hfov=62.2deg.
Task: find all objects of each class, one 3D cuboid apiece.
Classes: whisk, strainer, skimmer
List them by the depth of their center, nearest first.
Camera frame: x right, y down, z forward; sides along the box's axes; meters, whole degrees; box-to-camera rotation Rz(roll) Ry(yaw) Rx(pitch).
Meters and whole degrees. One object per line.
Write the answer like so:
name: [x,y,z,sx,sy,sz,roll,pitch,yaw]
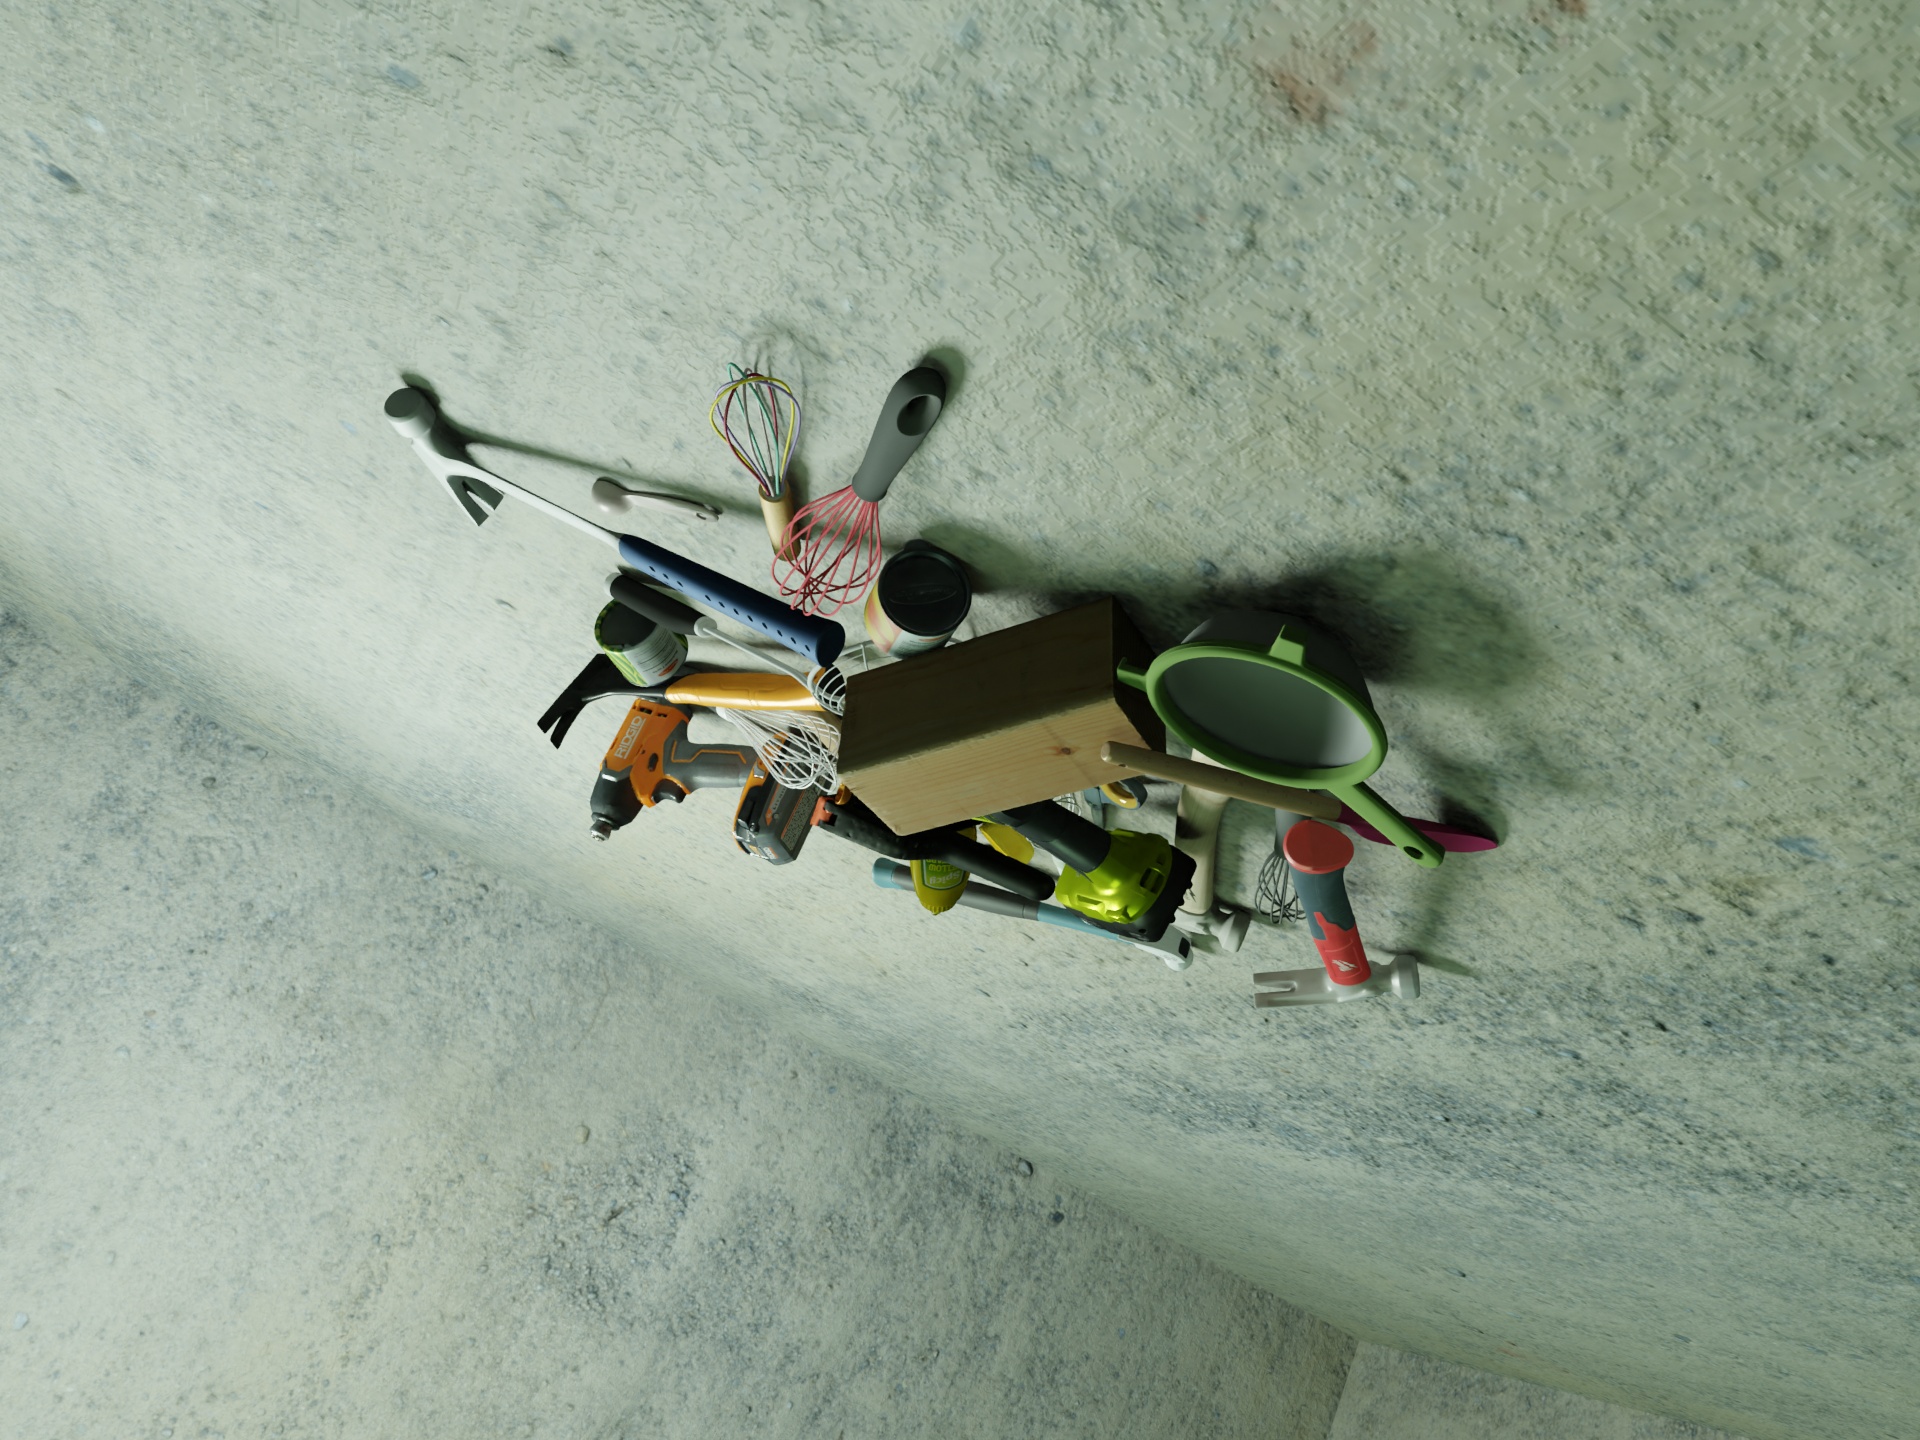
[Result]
strainer: [0.232,0.004,1.000,0.256,0.069,0.151,37,153,-27]
whisk: [-0.064,-0.141,1.019,0.073,0.073,0.295,29,153,-7]
whisk: [-0.131,-0.165,1.061,0.051,0.047,0.244,40,165,12]
whisk: [0.258,0.098,1.231,0.055,0.055,0.238,19,153,19]
skimmer: [-0.153,-0.082,1.289,0.363,0.090,0.127,25,-178,33]
whisk: [-0.190,0.000,1.432,0.285,0.070,0.070,27,166,48]
whisk: [0.093,0.117,1.457,0.058,0.059,0.246,31,166,21]

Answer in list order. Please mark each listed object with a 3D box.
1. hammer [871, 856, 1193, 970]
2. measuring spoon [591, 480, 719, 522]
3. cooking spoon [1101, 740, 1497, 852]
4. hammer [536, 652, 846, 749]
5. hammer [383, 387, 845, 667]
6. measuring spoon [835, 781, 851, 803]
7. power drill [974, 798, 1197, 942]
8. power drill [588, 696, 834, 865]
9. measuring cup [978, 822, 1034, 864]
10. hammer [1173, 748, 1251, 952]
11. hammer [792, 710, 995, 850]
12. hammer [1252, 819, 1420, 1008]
hammer: [0.068,0.190,1.605,0.331,0.033,0.128,12,164,17]
measuring spoon: [-0.236,-0.161,1.219,0.124,0.018,0.034,14,156,29]
cooking spoon: [0.233,0.055,1.075,0.318,0.017,0.069,14,164,-24]
hammer: [-0.236,-0.024,1.414,0.337,0.127,0.034,2,134,40]
hammer: [-0.262,-0.135,1.220,0.406,0.035,0.144,26,161,20]
measuring spoon: [-0.079,0.017,1.331,0.011,0.117,0.021,21,-178,-20]
power drill: [0.057,0.083,1.264,0.228,0.080,0.191,35,166,-25]
power drill: [-0.258,0.068,1.581,0.226,0.164,0.084,15,156,21]
measuring cup: [0.063,0.124,1.460,0.062,0.029,0.157,51,171,-23]
hammer: [0.185,0.091,1.307,0.146,0.038,0.410,22,158,13]
hammer: [-0.082,0.057,1.537,0.130,0.031,0.331,10,153,35]
hammer: [0.274,0.161,1.239,0.143,0.038,0.385,-8,154,16]
